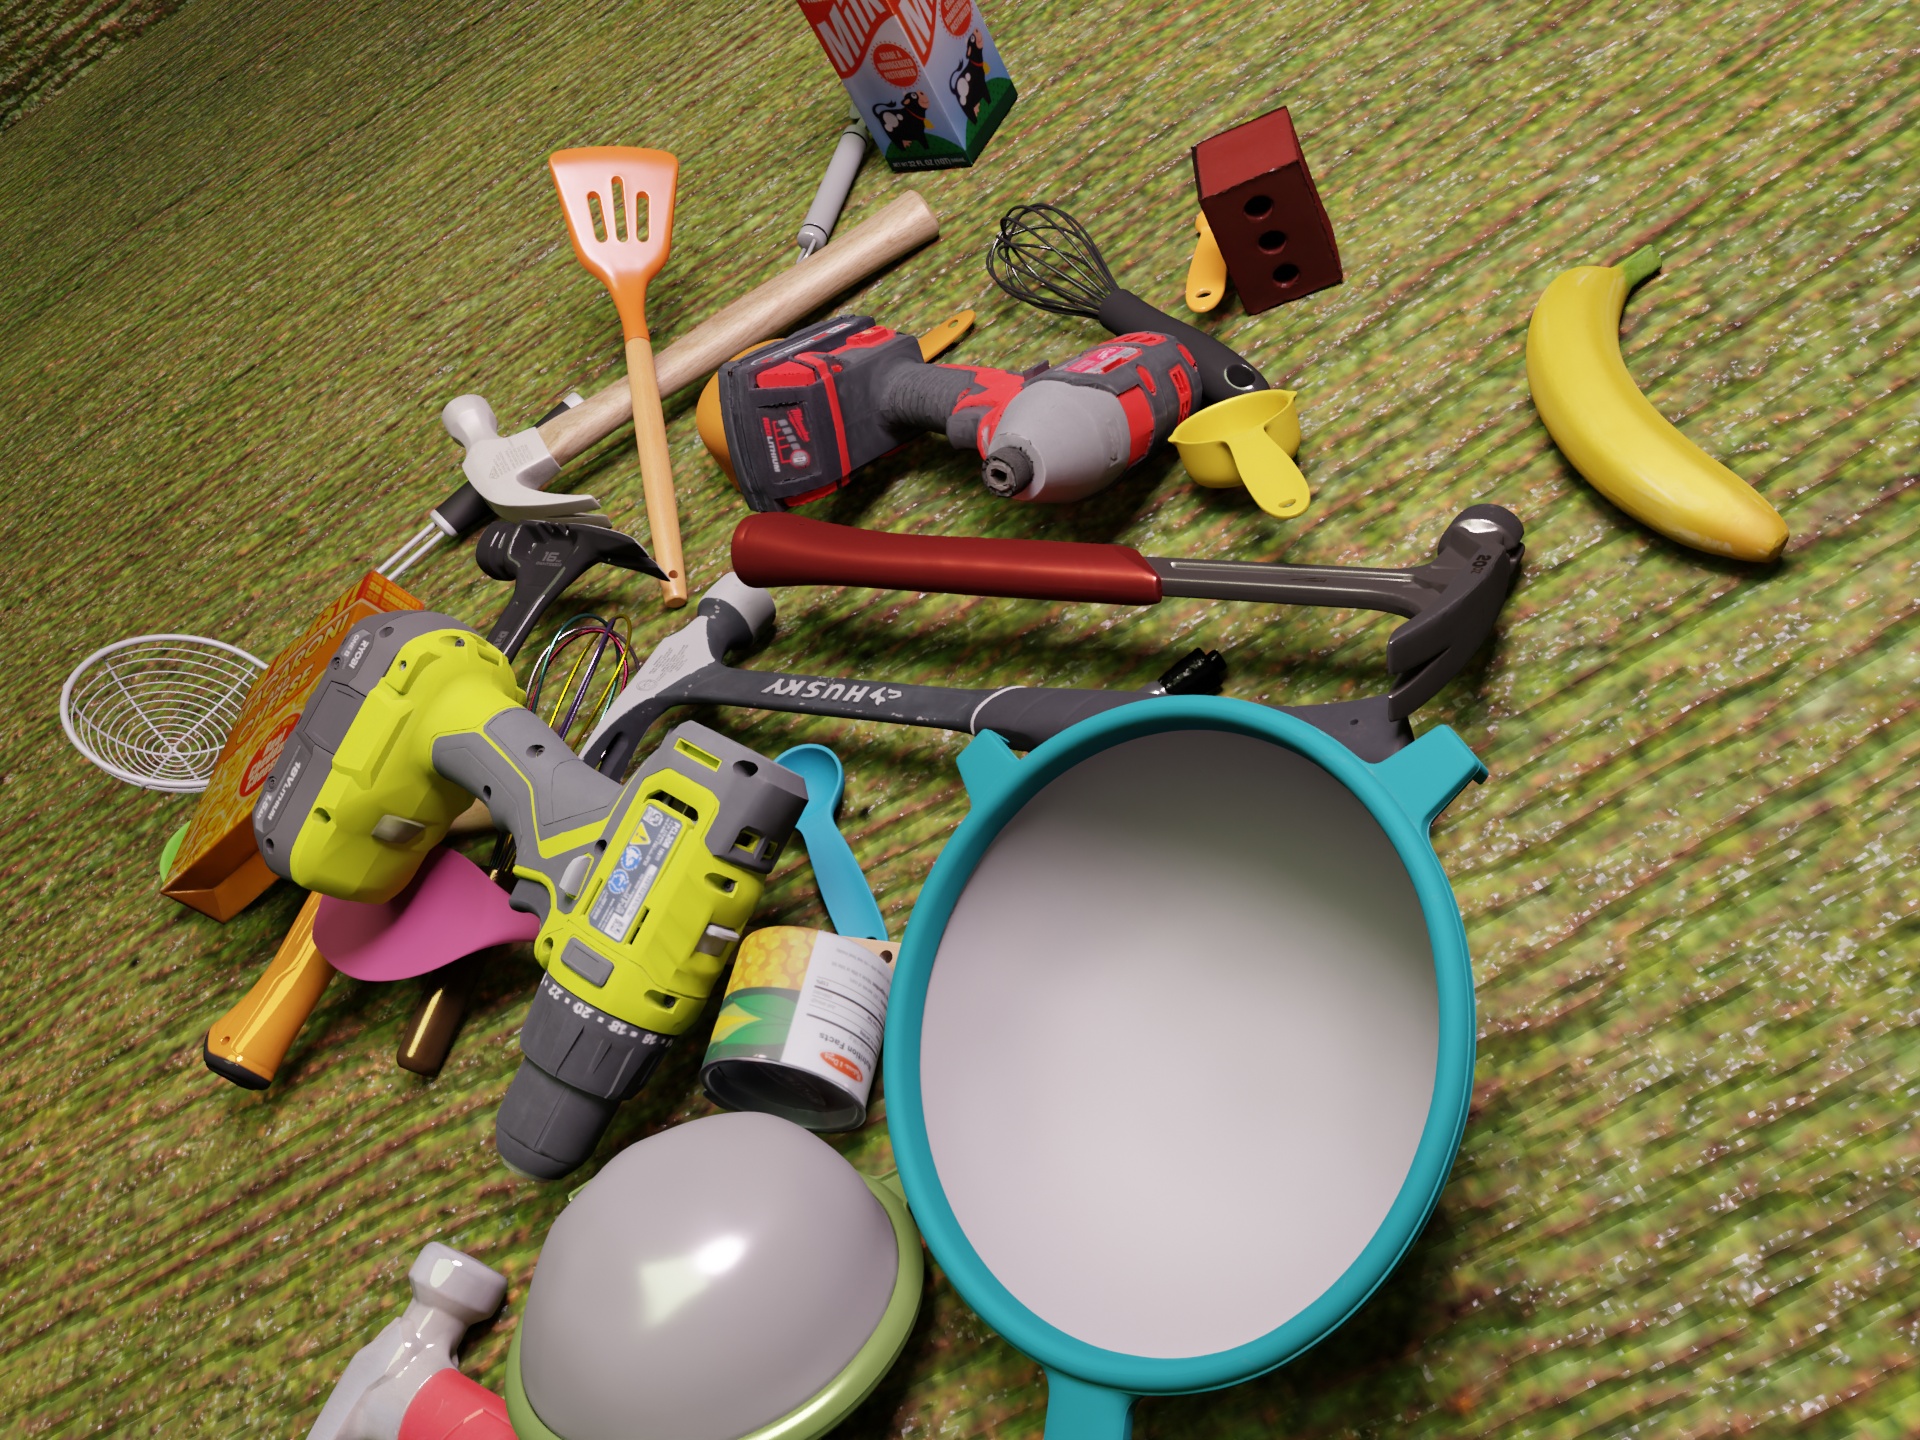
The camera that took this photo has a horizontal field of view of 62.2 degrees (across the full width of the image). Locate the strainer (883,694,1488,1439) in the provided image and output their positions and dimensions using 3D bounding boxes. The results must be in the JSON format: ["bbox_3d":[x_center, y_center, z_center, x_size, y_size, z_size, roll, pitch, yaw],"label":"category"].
[{"bbox_3d":[0.071,0.166,0.505,0.211,0.095,0.340,-1,74,41],"label":"strainer"}]

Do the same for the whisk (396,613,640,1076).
[{"bbox_3d":[-0.215,0.054,0.778,0.047,0.051,0.245,12,71,24],"label":"whisk"}]

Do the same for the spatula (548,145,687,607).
[{"bbox_3d":[-0.189,-0.210,0.945,0.081,0.041,0.323,-5,63,-16],"label":"spatula"}]

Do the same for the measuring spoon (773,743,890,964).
[{"bbox_3d":[-0.055,0.064,0.711,0.042,0.021,0.129,-30,53,3],"label":"measuring spoon"}]

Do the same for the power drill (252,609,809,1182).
[{"bbox_3d":[-0.194,0.065,0.681,0.229,0.080,0.190,26,87,28],"label":"power drill"}]

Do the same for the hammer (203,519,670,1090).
[{"bbox_3d":[-0.276,0.034,0.824,0.127,0.034,0.337,8,61,33],"label":"hammer"}]

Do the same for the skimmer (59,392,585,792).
[{"bbox_3d":[-0.378,-0.094,0.987,0.363,0.090,0.127,-44,72,-10],"label":"skimmer"}]

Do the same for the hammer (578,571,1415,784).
[{"bbox_3d":[-0.001,-0.002,0.679,0.409,0.036,0.149,6,45,38],"label":"hammer"}]

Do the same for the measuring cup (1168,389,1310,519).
[{"bbox_3d":[0.131,-0.106,0.691,0.062,0.029,0.157,-20,26,8],"label":"measuring cup"}]

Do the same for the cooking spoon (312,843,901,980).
[{"bbox_3d":[-0.162,0.095,0.710,0.319,0.017,0.069,2,67,23],"label":"cooking spoon"}]

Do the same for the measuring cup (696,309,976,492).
[{"bbox_3d":[-0.074,-0.201,0.913,0.173,0.052,0.095,-33,44,7],"label":"measuring cup"}]

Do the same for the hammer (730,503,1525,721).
[{"bbox_3d":[0.042,-0.060,0.678,0.359,0.036,0.149,7,28,32],"label":"hammer"}]

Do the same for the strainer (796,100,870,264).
[{"bbox_3d":[-0.070,-0.408,1.096,0.087,0.050,0.259,-13,50,44],"label":"strainer"}]

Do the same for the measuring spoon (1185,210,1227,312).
[{"bbox_3d":[0.130,-0.245,0.836,0.021,0.011,0.117,-6,39,18],"label":"measuring spoon"}]

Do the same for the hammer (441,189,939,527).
[{"bbox_3d":[-0.158,-0.229,0.987,0.331,0.031,0.130,-33,62,-3],"label":"hammer"}]

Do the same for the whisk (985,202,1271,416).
[{"bbox_3d":[0.086,-0.216,0.837,0.055,0.055,0.239,-40,49,-3],"label":"whisk"}]

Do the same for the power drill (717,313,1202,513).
[{"bbox_3d":[-0.007,-0.148,0.783,0.220,0.078,0.143,10,33,35],"label":"power drill"}]

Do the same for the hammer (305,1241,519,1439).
[{"bbox_3d":[-0.097,0.286,0.505,0.386,0.038,0.143,4,58,41],"label":"hammer"}]

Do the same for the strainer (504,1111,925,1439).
[{"bbox_3d":[-0.099,0.204,0.500,0.151,0.069,0.256,-9,23,12],"label":"strainer"}]

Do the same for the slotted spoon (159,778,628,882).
[{"bbox_3d":[-0.309,0.059,0.862,0.314,0.031,0.070,-9,50,23],"label":"slotted spoon"}]
